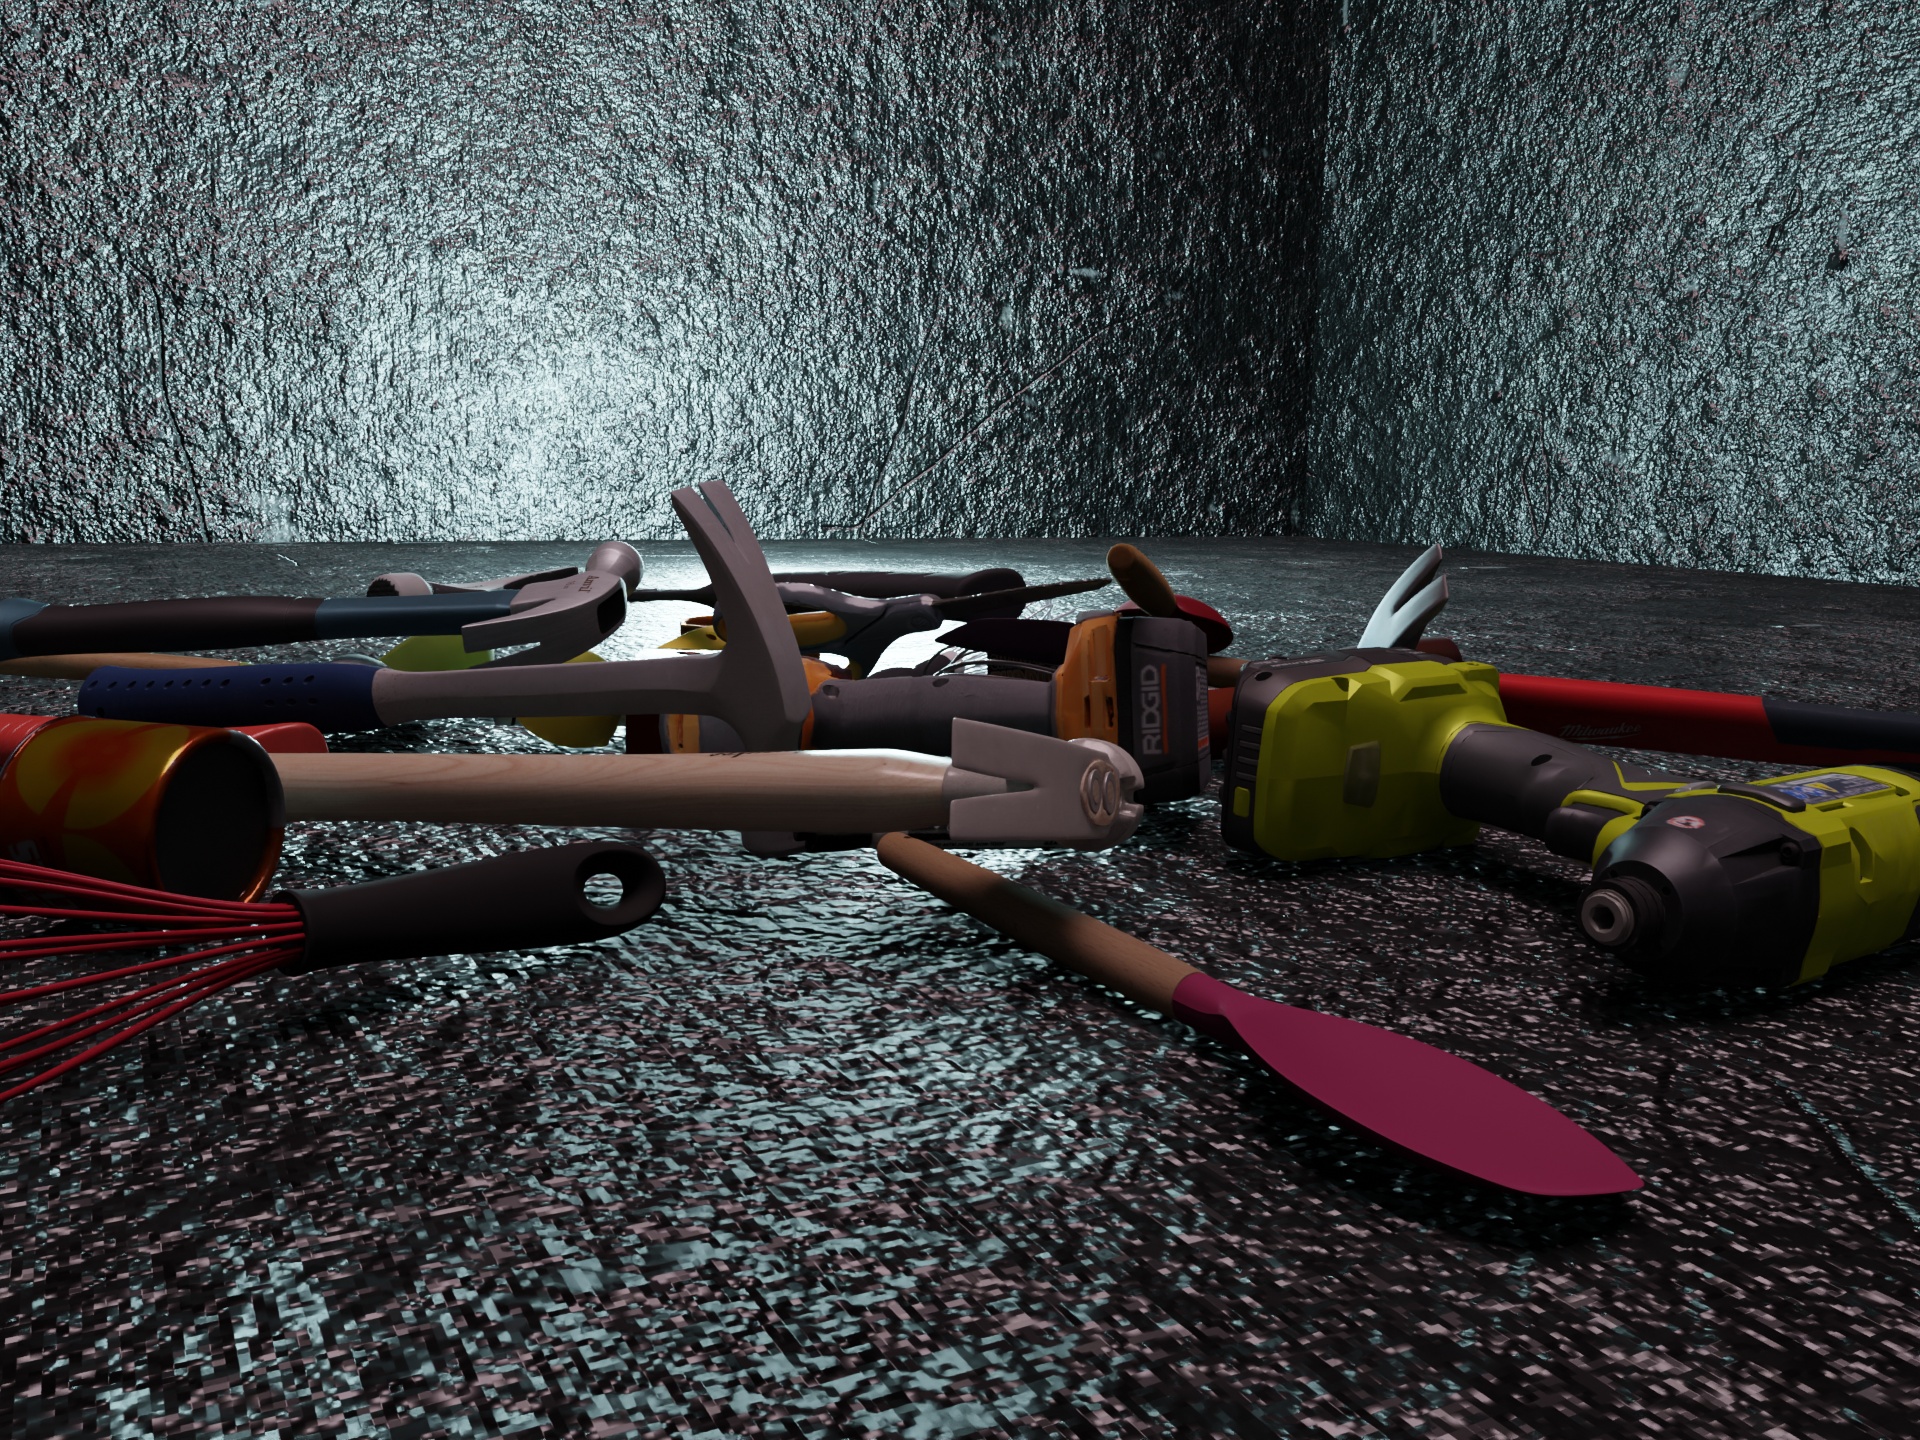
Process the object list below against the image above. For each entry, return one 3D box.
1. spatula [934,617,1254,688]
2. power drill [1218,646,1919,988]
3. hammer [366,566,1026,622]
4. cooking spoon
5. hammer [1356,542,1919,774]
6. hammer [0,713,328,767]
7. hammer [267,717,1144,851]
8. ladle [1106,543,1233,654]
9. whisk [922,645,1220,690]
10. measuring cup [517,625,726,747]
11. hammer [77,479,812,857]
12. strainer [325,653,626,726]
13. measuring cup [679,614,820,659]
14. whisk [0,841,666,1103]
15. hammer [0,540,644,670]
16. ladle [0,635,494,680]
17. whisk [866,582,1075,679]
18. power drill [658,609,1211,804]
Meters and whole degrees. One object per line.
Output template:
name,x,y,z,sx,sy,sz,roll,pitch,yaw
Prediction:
spatula,0.127,-0.028,0.847,0.315,0.018,0.060,7,-17,-36
power drill,0.204,0.032,0.561,0.171,0.080,0.223,-5,14,-34
hammer,-0.147,-0.071,0.915,0.409,0.036,0.149,3,9,31
cooking spoon,0.052,0.073,0.459,0.068,0.017,0.319,7,6,-30
hammer,0.371,-0.004,0.716,0.386,0.143,0.038,5,54,-1
hammer,-0.447,0.007,0.736,0.359,0.036,0.149,4,10,16
hammer,-0.153,0.023,0.547,0.411,0.038,0.146,-1,-5,20
ladle,0.092,-0.057,0.756,0.069,0.031,0.315,6,0,12
whisk,0.097,-0.015,0.911,0.239,0.055,0.055,4,9,-8
measuring cup,-0.176,-0.032,0.868,0.062,0.029,0.156,39,39,15
hammer,-0.242,-0.016,0.693,0.405,0.144,0.035,-1,13,27
strainer,-0.252,-0.009,0.850,0.258,0.050,0.087,1,1,-24
measuring cup,-0.106,-0.030,0.956,0.095,0.052,0.174,-6,14,-36
whisk,-0.192,0.058,0.409,0.073,0.073,0.295,9,7,38
hammer,-0.338,-0.052,0.817,0.331,0.033,0.128,-2,25,3
ladle,-0.422,-0.039,0.873,0.320,0.062,0.078,4,-10,-9
whisk,0.005,-0.039,1.031,0.070,0.070,0.284,6,16,25
power drill,-0.001,-0.002,0.728,0.226,0.084,0.185,-2,0,11
